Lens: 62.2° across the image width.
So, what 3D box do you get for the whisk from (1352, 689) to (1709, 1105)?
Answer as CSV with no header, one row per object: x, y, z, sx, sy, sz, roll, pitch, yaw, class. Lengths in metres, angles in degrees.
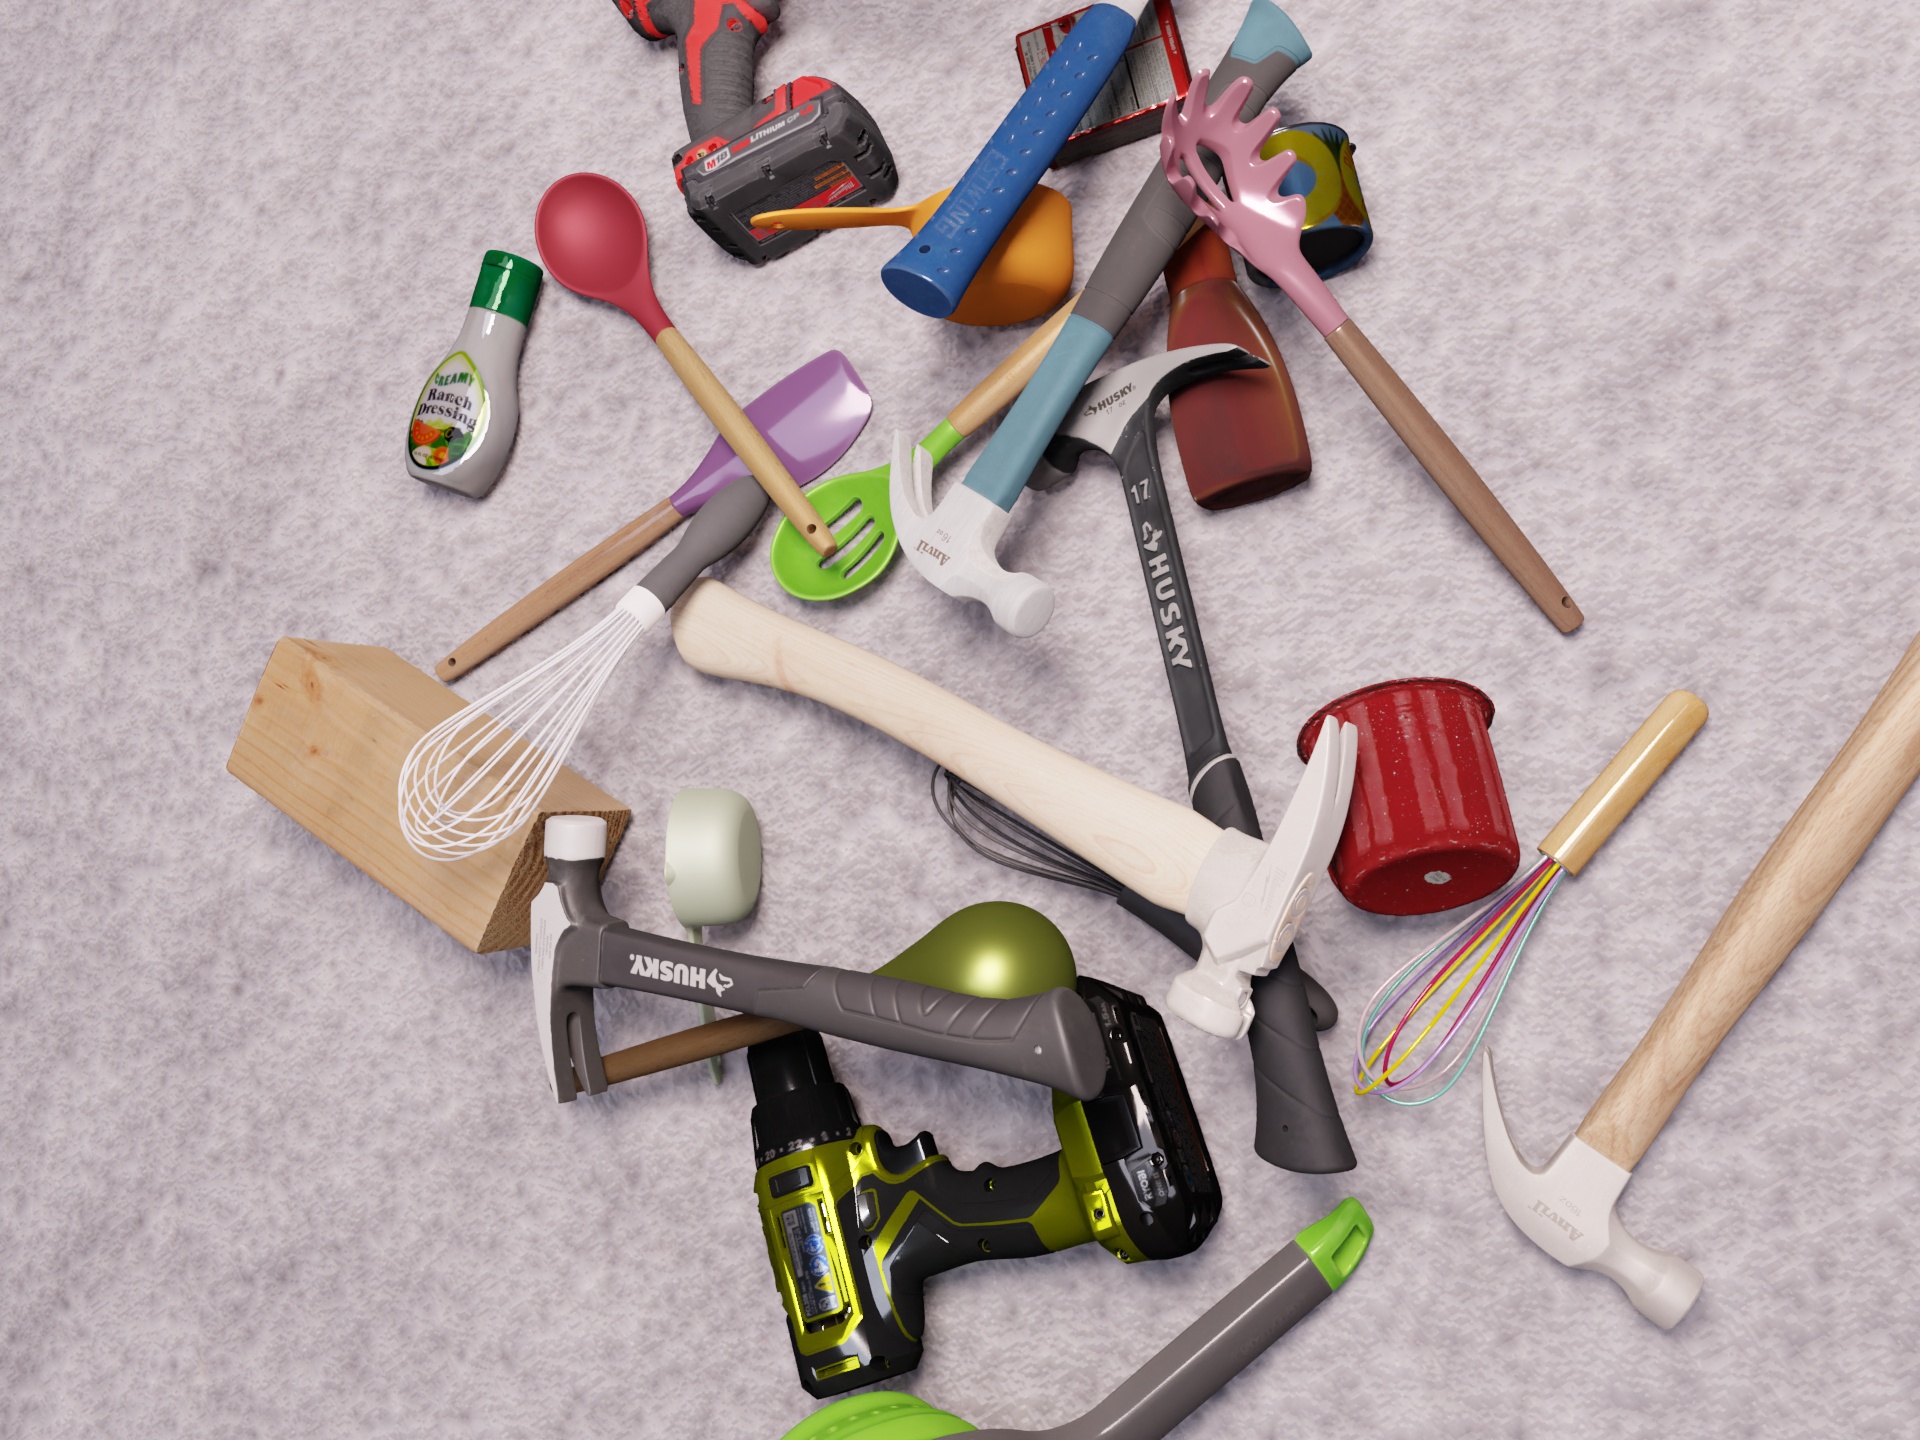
0.267,0.084,0.746,0.245,0.047,0.051,-50,54,2,whisk

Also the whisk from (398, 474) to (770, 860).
-0.192,-0.037,0.852,0.070,0.070,0.285,29,62,20,whisk

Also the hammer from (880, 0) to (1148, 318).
0.089,-0.368,0.818,0.144,0.035,0.405,27,74,18,hammer

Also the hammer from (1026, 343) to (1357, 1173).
0.121,0.008,0.756,0.149,0.036,0.409,-27,65,38,hammer

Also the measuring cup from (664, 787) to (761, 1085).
-0.128,0.118,0.871,0.038,0.083,0.167,-5,97,7,measuring cup

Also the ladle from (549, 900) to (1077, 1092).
-0.086,0.159,0.812,0.320,0.062,0.078,-21,41,29,ladle

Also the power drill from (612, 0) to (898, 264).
-0.120,-0.395,0.931,0.143,0.078,0.220,-23,73,14,power drill

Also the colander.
0.024,0.343,0.765,0.397,0.204,0.095,-38,37,-6,colander

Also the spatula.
-0.187,-0.110,0.941,0.316,0.018,0.060,-32,83,11,spatula

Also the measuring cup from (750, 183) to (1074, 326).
-0.023,-0.244,0.845,0.173,0.095,0.052,-4,83,-13,measuring cup

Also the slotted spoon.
0.018,-0.173,0.856,0.313,0.031,0.070,-40,67,18,slotted spoon

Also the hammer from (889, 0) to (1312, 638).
0.074,-0.208,0.794,0.128,0.033,0.331,35,94,36,hammer

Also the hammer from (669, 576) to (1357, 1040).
-0.001,-0.003,0.796,0.411,0.038,0.146,27,96,36,hammer

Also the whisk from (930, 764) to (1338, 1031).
0.085,0.087,0.809,0.239,0.055,0.055,33,93,15,whisk

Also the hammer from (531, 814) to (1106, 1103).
-0.082,0.135,0.757,0.335,0.035,0.146,5,92,34,hammer

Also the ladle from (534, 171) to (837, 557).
-0.158,-0.208,0.926,0.069,0.031,0.316,-41,67,9,ladle

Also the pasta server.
0.198,-0.167,0.751,0.060,0.040,0.316,-42,95,-16,pasta server

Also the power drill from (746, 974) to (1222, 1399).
-0.003,0.214,0.802,0.228,0.080,0.191,-24,67,17,power drill

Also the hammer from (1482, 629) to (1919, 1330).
0.355,0.101,0.722,0.130,0.031,0.331,35,94,19,hammer
